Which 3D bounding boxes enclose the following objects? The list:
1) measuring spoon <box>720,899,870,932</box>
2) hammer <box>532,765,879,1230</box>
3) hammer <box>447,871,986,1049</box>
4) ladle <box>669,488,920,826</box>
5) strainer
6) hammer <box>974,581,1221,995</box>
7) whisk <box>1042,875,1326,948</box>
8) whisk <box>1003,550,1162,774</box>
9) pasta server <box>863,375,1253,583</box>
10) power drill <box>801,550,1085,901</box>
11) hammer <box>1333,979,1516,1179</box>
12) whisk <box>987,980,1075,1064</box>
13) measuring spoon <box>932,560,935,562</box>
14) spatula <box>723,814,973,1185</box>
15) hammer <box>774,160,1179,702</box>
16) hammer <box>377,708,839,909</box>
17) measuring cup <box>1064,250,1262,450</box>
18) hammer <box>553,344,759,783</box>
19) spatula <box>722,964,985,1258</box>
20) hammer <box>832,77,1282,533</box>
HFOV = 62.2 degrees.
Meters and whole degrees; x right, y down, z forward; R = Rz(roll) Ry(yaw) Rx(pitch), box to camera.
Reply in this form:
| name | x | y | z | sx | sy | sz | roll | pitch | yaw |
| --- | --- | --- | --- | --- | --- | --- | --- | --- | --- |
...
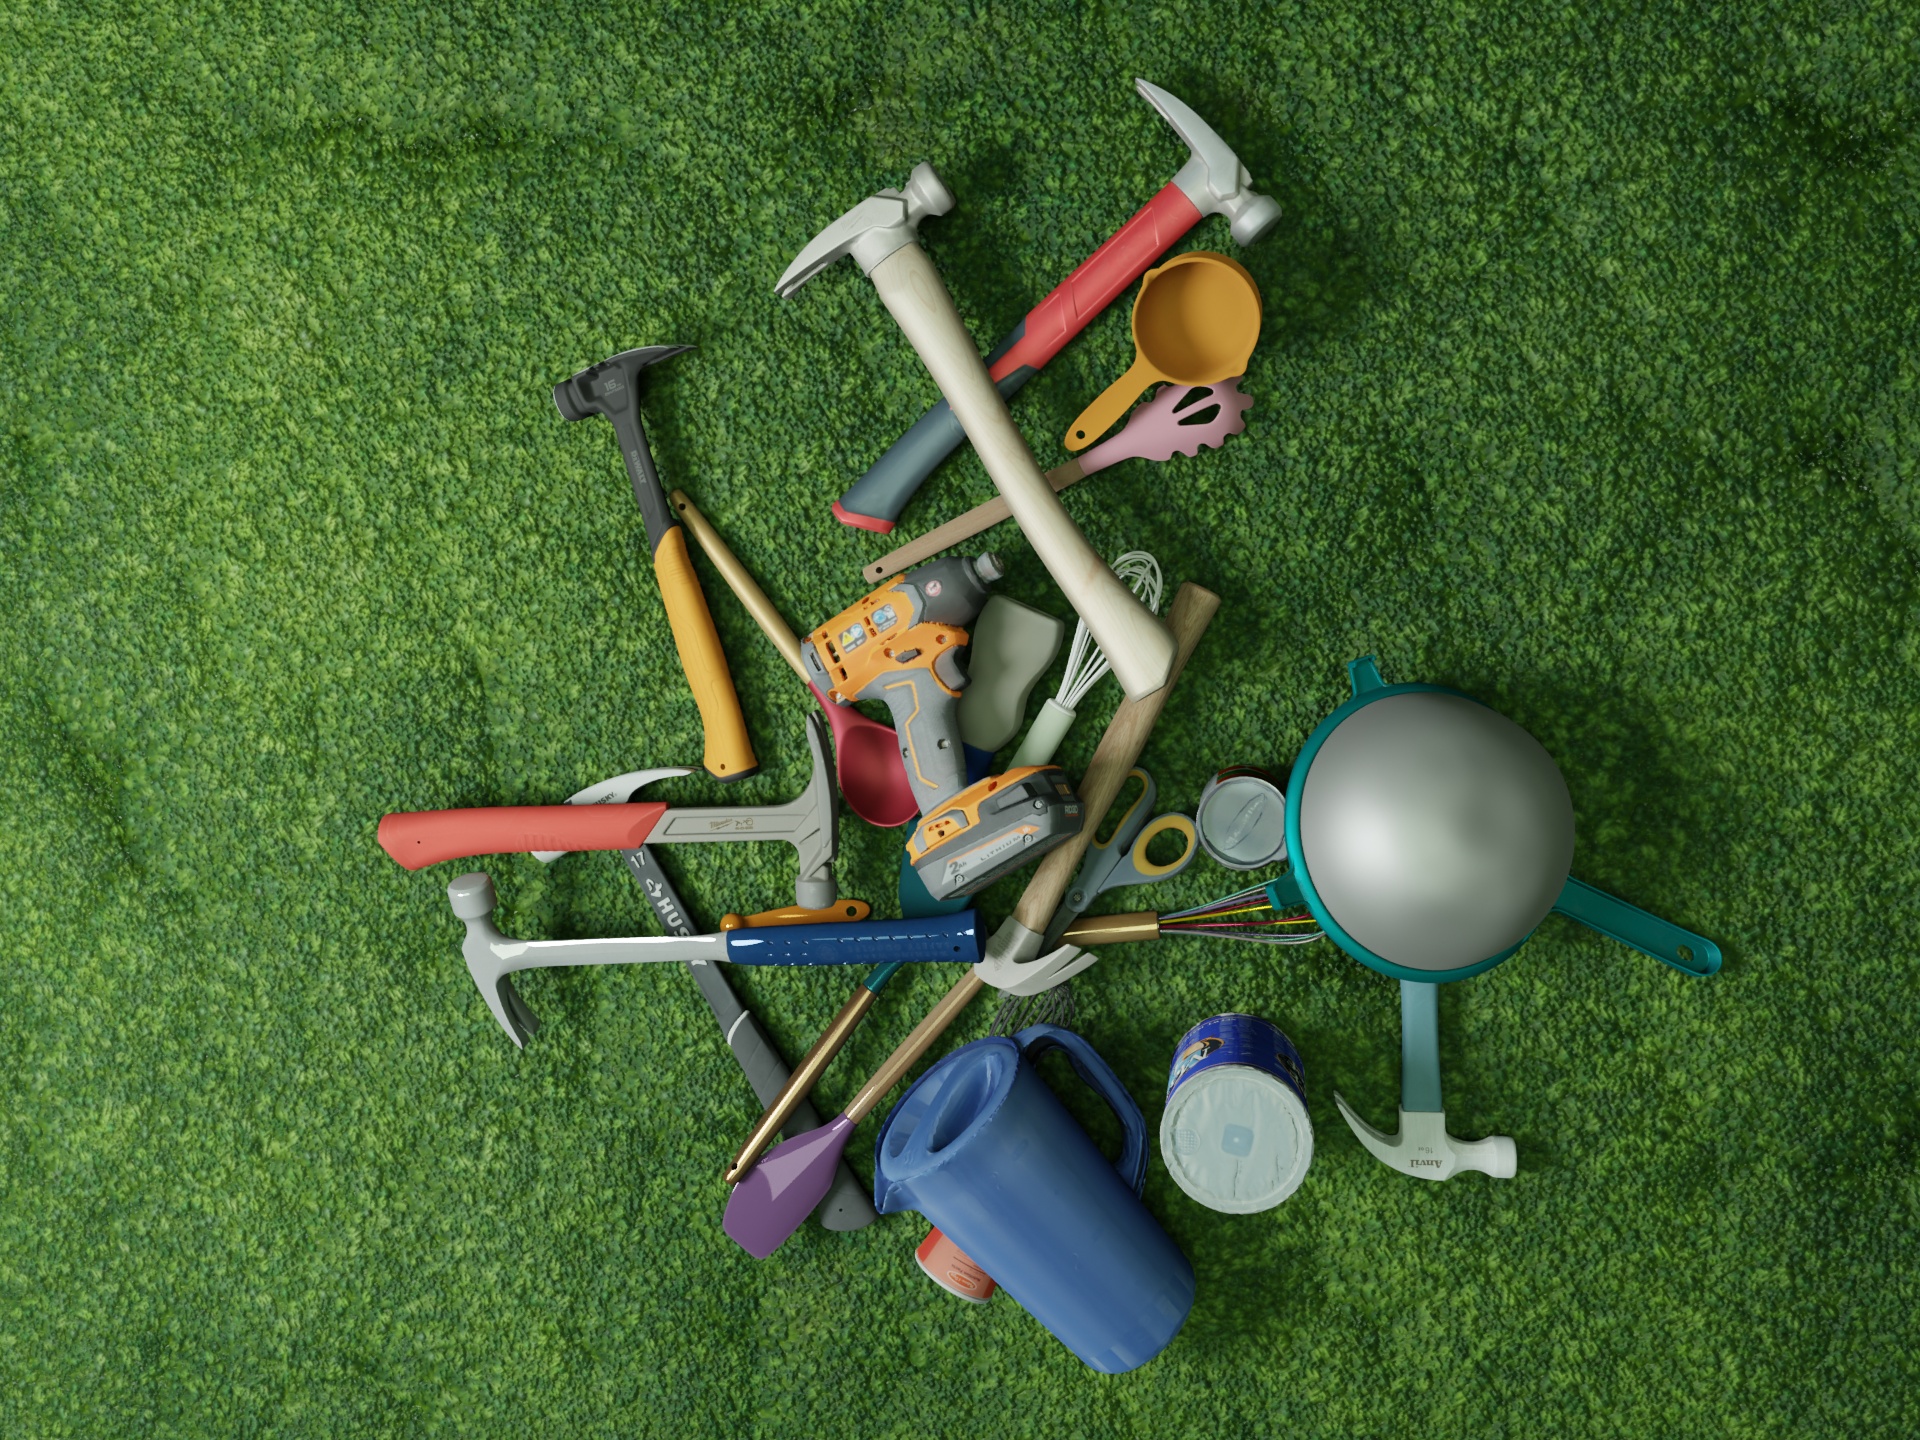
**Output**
| name | x | y | z | sx | sy | sz | roll | pitch | yaw |
| --- | --- | --- | --- | --- | --- | --- | --- | --- | --- |
| measuring spoon | -0.127 | 0.153 | 1.232 | 0.117 | 0.011 | 0.021 | -6 | 88 | -10 |
| hammer | -0.180 | 0.222 | 1.255 | 0.149 | 0.036 | 0.409 | -31 | 89 | 10 |
| hammer | -0.182 | 0.175 | 1.196 | 0.405 | 0.035 | 0.144 | -4 | 113 | 12 |
| ladle | -0.129 | -0.052 | 1.227 | 0.069 | 0.031 | 0.315 | -37 | 86 | 6 |
| strainer | 0.391 | 0.097 | 1.081 | 0.340 | 0.095 | 0.211 | 25 | 76 | -6 |
| hammer | 0.103 | 0.051 | 1.168 | 0.031 | 0.130 | 0.331 | 26 | 92 | -37 |
| whisk | 0.169 | 0.148 | 1.184 | 0.245 | 0.047 | 0.051 | -7 | 95 | 14 |
| whisk | 0.079 | -0.017 | 1.187 | 0.059 | 0.057 | 0.246 | 44 | 108 | 47 |
| pasta server | 0.068 | -0.176 | 1.184 | 0.316 | 0.040 | 0.060 | -25 | 90 | 15 |
| power drill | -0.002 | -0.004 | 1.142 | 0.164 | 0.084 | 0.227 | -32 | 76 | 19 |
| hammer | 0.336 | 0.171 | 1.161 | 0.128 | 0.033 | 0.331 | -2 | 94 | 9 |
| whisk | 0.012 | 0.286 | 1.223 | 0.055 | 0.055 | 0.239 | 36 | 104 | 5 |
| measuring spoon | -0.022 | -0.061 | 1.211 | 0.034 | 0.018 | 0.124 | 11 | 97 | 9 |
| spatula | -0.090 | 0.223 | 1.215 | 0.082 | 0.044 | 0.317 | 35 | 89 | 33 |
| hammer | 0.023 | -0.190 | 1.141 | 0.146 | 0.038 | 0.411 | -32 | 85 | 13 |
| hammer | -0.271 | 0.072 | 1.218 | 0.359 | 0.037 | 0.149 | -2 | 98 | 8 |
| measuring cup | 0.139 | -0.257 | 1.127 | 0.095 | 0.052 | 0.173 | 44 | 120 | -8 |
| hammer | -0.213 | -0.116 | 1.220 | 0.127 | 0.034 | 0.337 | -14 | 95 | 32 |
| spatula | -0.069 | 0.286 | 1.226 | 0.060 | 0.018 | 0.316 | 42 | 91 | -2 |
| hammer | 0.043 | -0.289 | 1.172 | 0.386 | 0.038 | 0.143 | -42 | 86 | 11 |
